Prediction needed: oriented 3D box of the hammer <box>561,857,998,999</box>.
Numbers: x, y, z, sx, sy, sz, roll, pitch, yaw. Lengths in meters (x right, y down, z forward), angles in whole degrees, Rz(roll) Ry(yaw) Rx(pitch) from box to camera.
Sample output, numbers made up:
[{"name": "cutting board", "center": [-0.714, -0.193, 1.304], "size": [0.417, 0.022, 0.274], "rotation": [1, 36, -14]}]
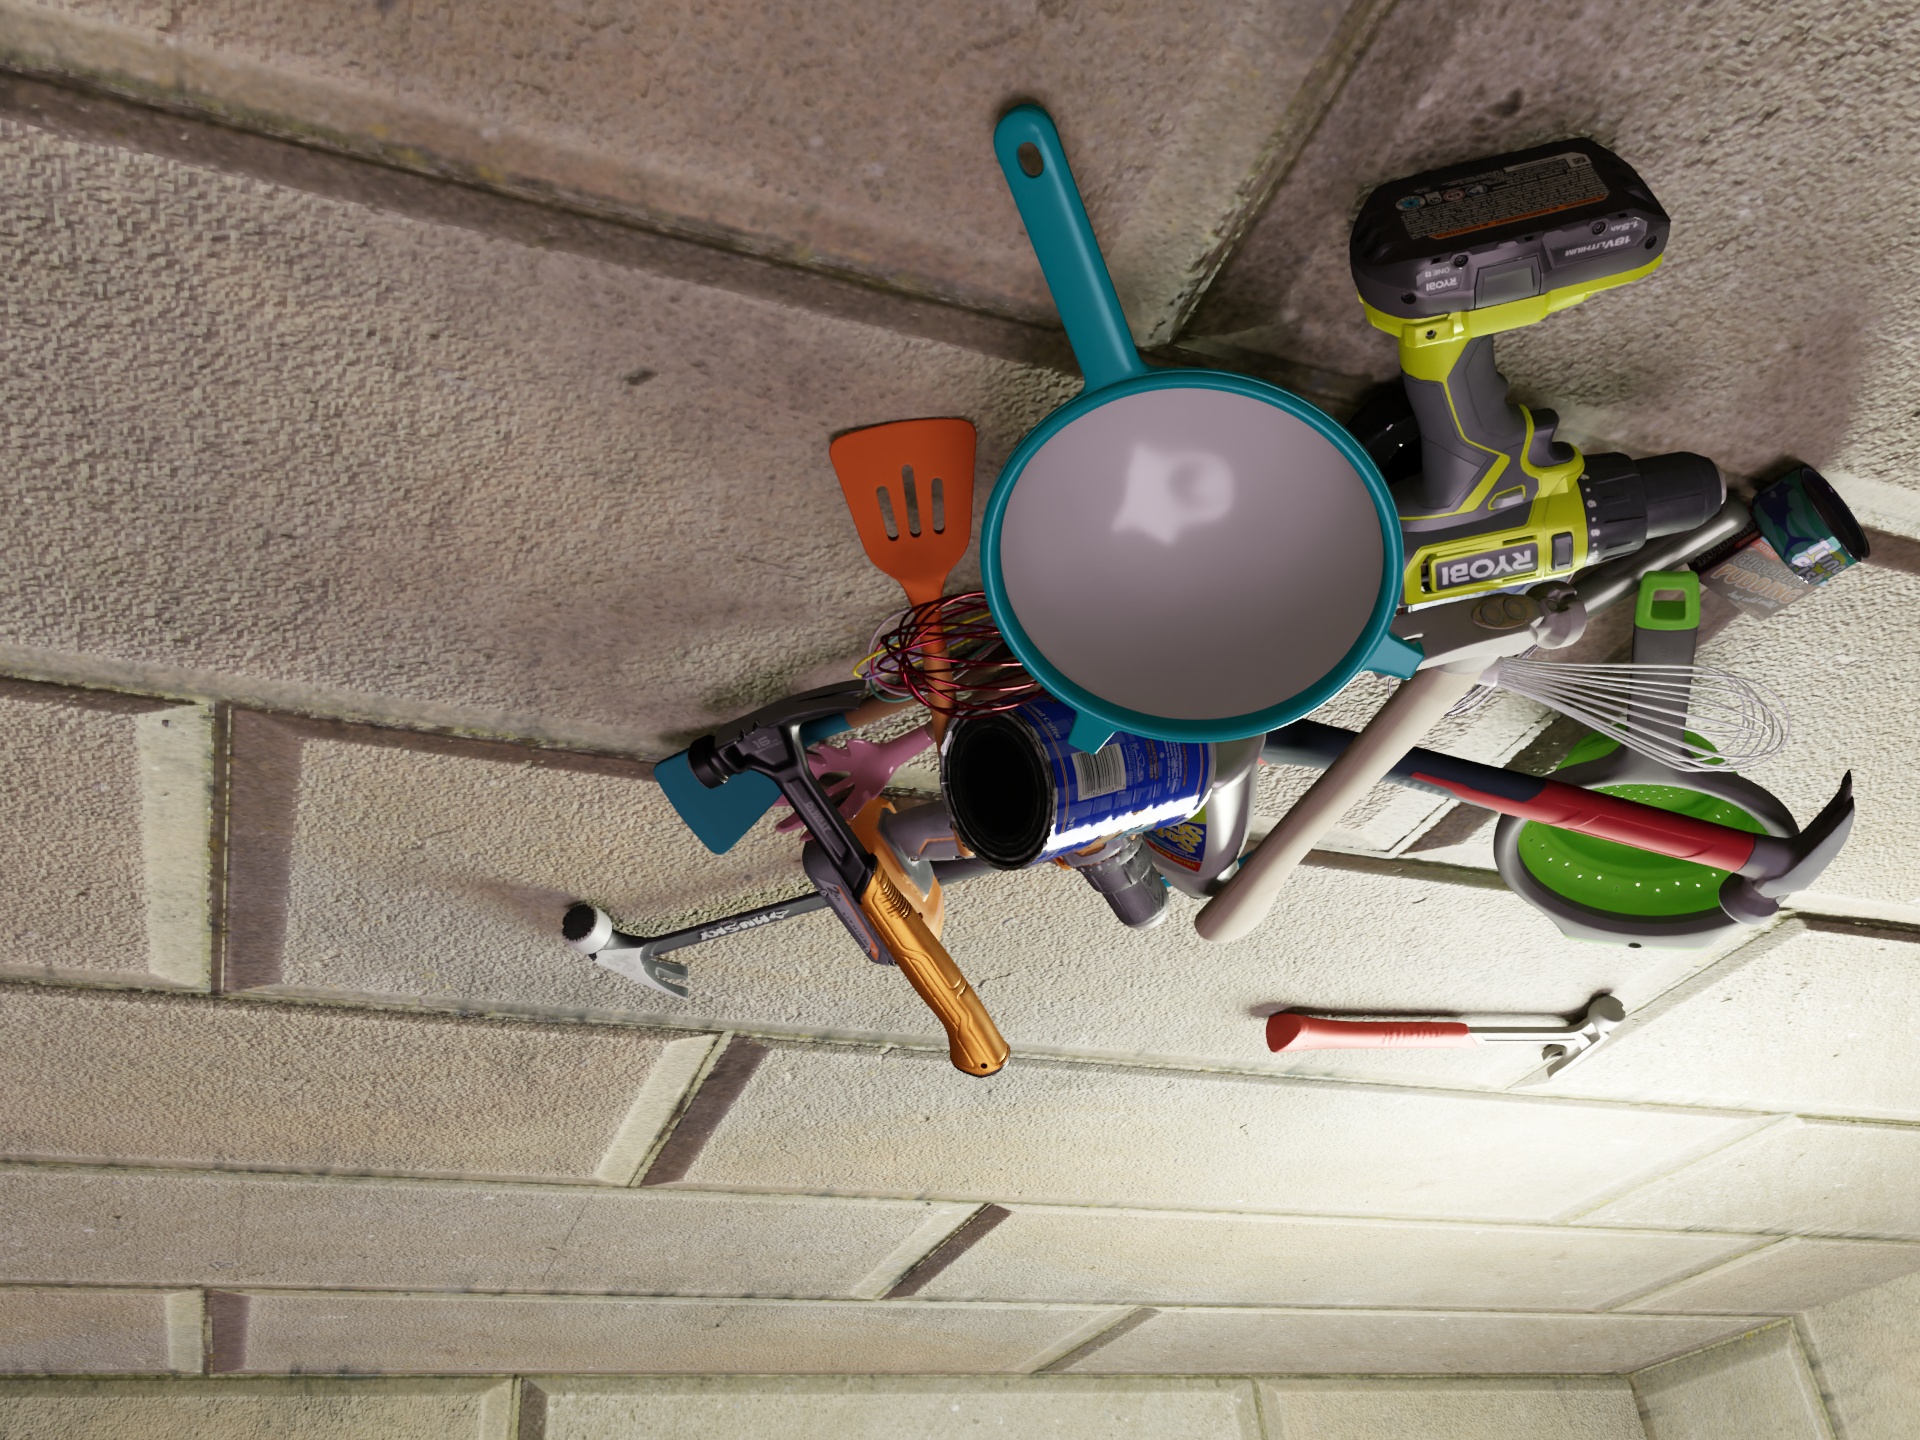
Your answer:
[{"name": "hammer", "center": [-0.103, 0.144, 1.265], "size": [0.409, 0.036, 0.149], "rotation": [-16, 145, 15]}]

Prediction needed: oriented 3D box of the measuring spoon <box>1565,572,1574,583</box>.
[{"name": "measuring spoon", "center": [0.401, -0.117, 0.977], "size": [0.124, 0.018, 0.034], "rotation": [-28, 118, 19]}]

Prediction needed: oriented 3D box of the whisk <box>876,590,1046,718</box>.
[{"name": "whisk", "center": [0.070, -0.042, 0.935], "size": [0.295, 0.073, 0.073], "rotation": [-6, 153, -43]}]

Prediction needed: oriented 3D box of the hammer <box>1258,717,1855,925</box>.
[{"name": "hammer", "center": [0.382, 0.041, 1.069], "size": [0.386, 0.038, 0.143], "rotation": [15, 143, 6]}]

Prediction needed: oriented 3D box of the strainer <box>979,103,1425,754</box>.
[{"name": "strainer", "center": [0.096, -0.150, 0.802], "size": [0.211, 0.095, 0.340], "rotation": [-14, 118, 22]}]

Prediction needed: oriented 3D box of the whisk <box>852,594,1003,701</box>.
[{"name": "whisk", "center": [0.041, -0.071, 0.966], "size": [0.245, 0.051, 0.047], "rotation": [-23, 137, 19]}]

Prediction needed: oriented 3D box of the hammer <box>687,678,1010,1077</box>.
[{"name": "hammer", "center": [-0.046, 0.122, 1.092], "size": [0.127, 0.034, 0.336], "rotation": [-22, 119, 17]}]

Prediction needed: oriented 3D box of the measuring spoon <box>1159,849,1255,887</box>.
[{"name": "measuring spoon", "center": [0.209, 0.130, 1.300], "size": [0.128, 0.021, 0.042], "rotation": [-13, 145, 8]}]

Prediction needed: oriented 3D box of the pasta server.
[{"name": "pasta server", "center": [-0.002, -0.003, 1.061], "size": [0.316, 0.060, 0.040], "rotation": [-29, 170, 26]}]

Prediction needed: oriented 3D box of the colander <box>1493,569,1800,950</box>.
[{"name": "colander", "center": [0.479, 0.015, 1.105], "size": [0.204, 0.095, 0.396], "rotation": [3, 141, 21]}]

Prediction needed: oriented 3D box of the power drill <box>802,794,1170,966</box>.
[{"name": "power drill", "center": [0.025, 0.102, 1.139], "size": [0.226, 0.084, 0.185], "rotation": [-23, 117, 21]}]

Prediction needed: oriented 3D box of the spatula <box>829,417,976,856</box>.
[{"name": "spatula", "center": [-0.013, -0.033, 0.955], "size": [0.081, 0.041, 0.322], "rotation": [-9, 134, 0]}]

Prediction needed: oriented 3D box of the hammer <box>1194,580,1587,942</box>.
[{"name": "hammer", "center": [0.233, 0.050, 1.029], "size": [0.146, 0.038, 0.410], "rotation": [-12, 152, -24]}]

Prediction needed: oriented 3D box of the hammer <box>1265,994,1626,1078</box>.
[{"name": "hammer", "center": [0.478, 0.322, 1.608], "size": [0.359, 0.037, 0.149], "rotation": [2, 145, -12]}]

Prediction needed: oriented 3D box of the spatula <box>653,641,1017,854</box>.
[{"name": "spatula", "center": [-0.052, -0.004, 1.047], "size": [0.317, 0.044, 0.082], "rotation": [-23, 115, 21]}]

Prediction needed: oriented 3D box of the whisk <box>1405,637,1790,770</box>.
[{"name": "whisk", "center": [0.360, -0.024, 0.987], "size": [0.285, 0.070, 0.070], "rotation": [15, 151, 19]}]

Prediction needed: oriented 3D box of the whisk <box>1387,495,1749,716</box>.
[{"name": "whisk", "center": [0.383, -0.070, 1.016], "size": [0.246, 0.058, 0.059], "rotation": [-34, 117, 28]}]

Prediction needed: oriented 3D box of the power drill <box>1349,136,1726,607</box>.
[{"name": "power drill", "center": [0.287, -0.162, 0.795], "size": [0.190, 0.080, 0.228], "rotation": [-11, 134, 9]}]
